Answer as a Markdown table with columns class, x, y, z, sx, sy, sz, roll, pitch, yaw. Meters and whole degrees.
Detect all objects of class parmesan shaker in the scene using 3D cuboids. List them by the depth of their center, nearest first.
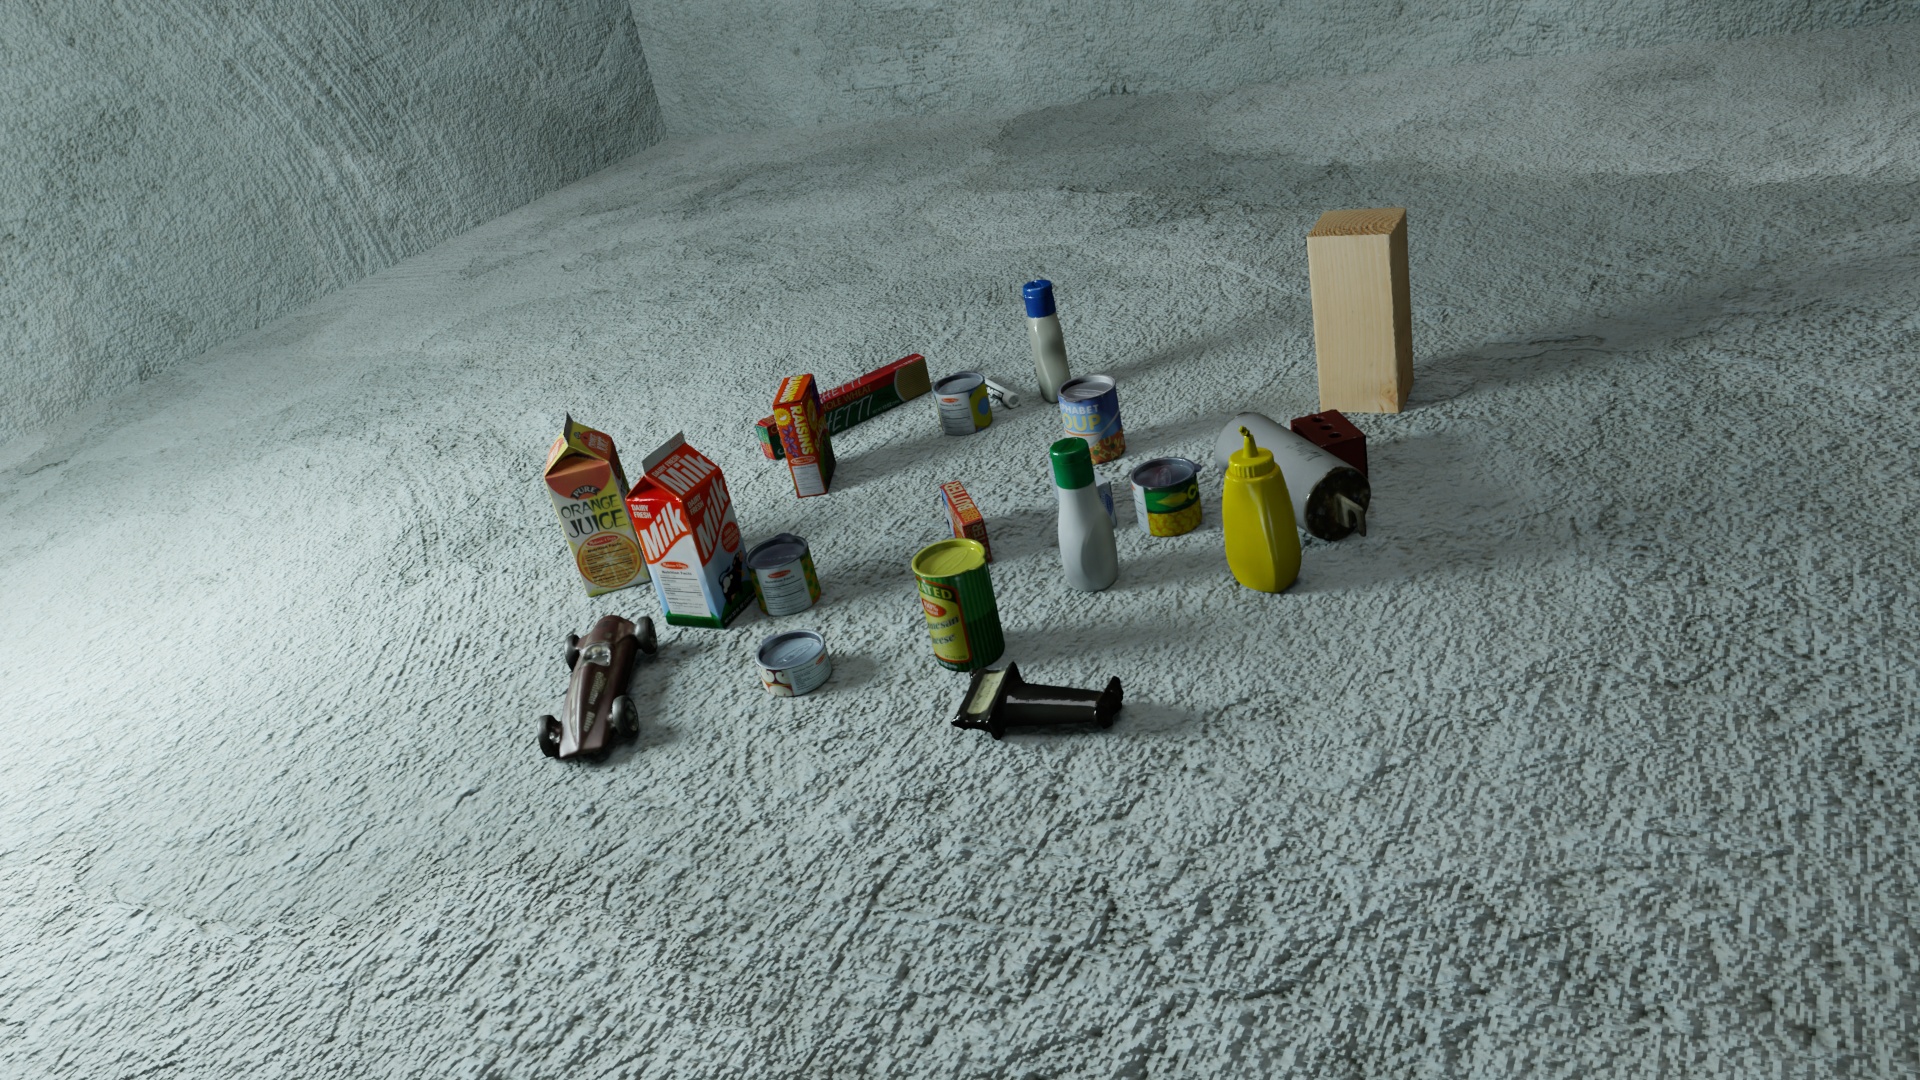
| class | x | y | z | sx | sy | sz | roll | pitch | yaw |
| --- | --- | --- | --- | --- | --- | --- | --- | --- | --- |
| parmesan shaker | 0.001 | 0.059 | 1.245 | 0.071 | 0.102 | 0.071 | -10 | 28 | 5 |

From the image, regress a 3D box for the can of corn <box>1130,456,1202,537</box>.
| class | x | y | z | sx | sy | sz | roll | pitch | yaw |
| --- | --- | --- | --- | --- | --- | --- | --- | --- | --- |
| can of corn | 0.210 | -0.044 | 1.398 | 0.071 | 0.058 | 0.071 | -10 | 28 | 5 |

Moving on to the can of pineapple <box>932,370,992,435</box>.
| class | x | y | z | sx | sy | sz | roll | pitch | yaw |
| --- | --- | --- | --- | --- | --- | --- | --- | --- | --- |
| can of pineapple | 0.004 | -0.170 | 1.720 | 0.071 | 0.057 | 0.071 | -10 | 28 | 5 |

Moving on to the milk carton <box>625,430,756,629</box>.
| class | x | y | z | sx | sy | sz | roll | pitch | yaw |
| --- | --- | --- | --- | --- | --- | --- | --- | --- | --- |
| milk carton | -0.273 | -0.010 | 1.396 | 0.073 | 0.189 | 0.073 | 2 | 31 | 27 |

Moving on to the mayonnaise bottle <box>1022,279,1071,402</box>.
| class | x | y | z | sx | sy | sz | roll | pitch | yaw |
| --- | --- | --- | --- | --- | --- | --- | --- | --- | --- |
| mayonnaise bottle | 0.108 | -0.249 | 1.726 | 0.041 | 0.147 | 0.065 | -15 | 27 | -4 |

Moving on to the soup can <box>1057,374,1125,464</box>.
| class | x | y | z | sx | sy | sz | roll | pitch | yaw |
| --- | --- | --- | --- | --- | --- | --- | --- | --- | --- |
| soup can | 0.147 | -0.135 | 1.567 | 0.071 | 0.083 | 0.072 | -10 | 28 | 5 |

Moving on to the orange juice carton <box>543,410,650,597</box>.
| class | x | y | z | sx | sy | sz | roll | pitch | yaw |
| --- | --- | --- | --- | --- | --- | --- | --- | --- | --- |
| orange juice carton | -0.398 | -0.043 | 1.507 | 0.073 | 0.191 | 0.072 | -15 | 27 | -4 |

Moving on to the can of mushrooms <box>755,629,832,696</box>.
| class | x | y | z | sx | sy | sz | roll | pitch | yaw |
| --- | --- | --- | --- | --- | --- | --- | --- | --- | --- |
| can of mushrooms | -0.155 | 0.112 | 1.286 | 0.071 | 0.033 | 0.071 | -10 | 28 | 5 |

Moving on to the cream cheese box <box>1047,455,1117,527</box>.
| class | x | y | z | sx | sy | sz | roll | pitch | yaw |
| --- | --- | --- | --- | --- | --- | --- | --- | --- | --- |
| cream cheese box | 0.127 | -0.052 | 1.453 | 0.024 | 0.053 | 0.104 | -21 | 29 | -15 |

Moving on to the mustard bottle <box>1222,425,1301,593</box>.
| class | x | y | z | sx | sy | sz | roll | pitch | yaw |
| --- | --- | --- | --- | --- | --- | --- | --- | --- | --- |
| mustard bottle | 0.266 | -0.032 | 1.242 | 0.049 | 0.159 | 0.065 | -32 | 33 | -32 |

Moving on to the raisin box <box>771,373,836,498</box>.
| class | x | y | z | sx | sy | sz | roll | pitch | yaw |
| --- | --- | --- | --- | --- | --- | --- | --- | --- | --- |
| raisin box | -0.183 | -0.124 | 1.643 | 0.040 | 0.122 | 0.086 | -8 | 28 | 9 |

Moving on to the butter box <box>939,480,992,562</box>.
| class | x | y | z | sx | sy | sz | roll | pitch | yaw |
| --- | --- | --- | --- | --- | --- | --- | --- | --- | --- |
| butter box | 0.005 | -0.018 | 1.441 | 0.024 | 0.053 | 0.104 | -17 | 28 | -7 |

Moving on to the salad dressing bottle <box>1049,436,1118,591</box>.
| class | x | y | z | sx | sy | sz | roll | pitch | yaw |
| --- | --- | --- | --- | --- | --- | --- | --- | --- | --- |
| salad dressing bottle | 0.114 | -0.025 | 1.306 | 0.044 | 0.147 | 0.064 | 8 | 34 | 35 |

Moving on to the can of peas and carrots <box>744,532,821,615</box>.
| class | x | y | z | sx | sy | sz | roll | pitch | yaw |
| --- | --- | --- | --- | --- | --- | --- | --- | --- | --- |
| can of peas and carrots | -0.180 | 0.034 | 1.415 | 0.071 | 0.058 | 0.071 | -10 | 28 | 5 |

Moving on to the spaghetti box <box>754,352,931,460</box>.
| class | x | y | z | sx | sy | sz | roll | pitch | yaw |
| --- | --- | --- | --- | --- | --- | --- | --- | --- | --- |
| spaghetti box | -0.148 | -0.175 | 1.801 | 0.251 | 0.050 | 0.029 | -27 | 31 | -26 |
